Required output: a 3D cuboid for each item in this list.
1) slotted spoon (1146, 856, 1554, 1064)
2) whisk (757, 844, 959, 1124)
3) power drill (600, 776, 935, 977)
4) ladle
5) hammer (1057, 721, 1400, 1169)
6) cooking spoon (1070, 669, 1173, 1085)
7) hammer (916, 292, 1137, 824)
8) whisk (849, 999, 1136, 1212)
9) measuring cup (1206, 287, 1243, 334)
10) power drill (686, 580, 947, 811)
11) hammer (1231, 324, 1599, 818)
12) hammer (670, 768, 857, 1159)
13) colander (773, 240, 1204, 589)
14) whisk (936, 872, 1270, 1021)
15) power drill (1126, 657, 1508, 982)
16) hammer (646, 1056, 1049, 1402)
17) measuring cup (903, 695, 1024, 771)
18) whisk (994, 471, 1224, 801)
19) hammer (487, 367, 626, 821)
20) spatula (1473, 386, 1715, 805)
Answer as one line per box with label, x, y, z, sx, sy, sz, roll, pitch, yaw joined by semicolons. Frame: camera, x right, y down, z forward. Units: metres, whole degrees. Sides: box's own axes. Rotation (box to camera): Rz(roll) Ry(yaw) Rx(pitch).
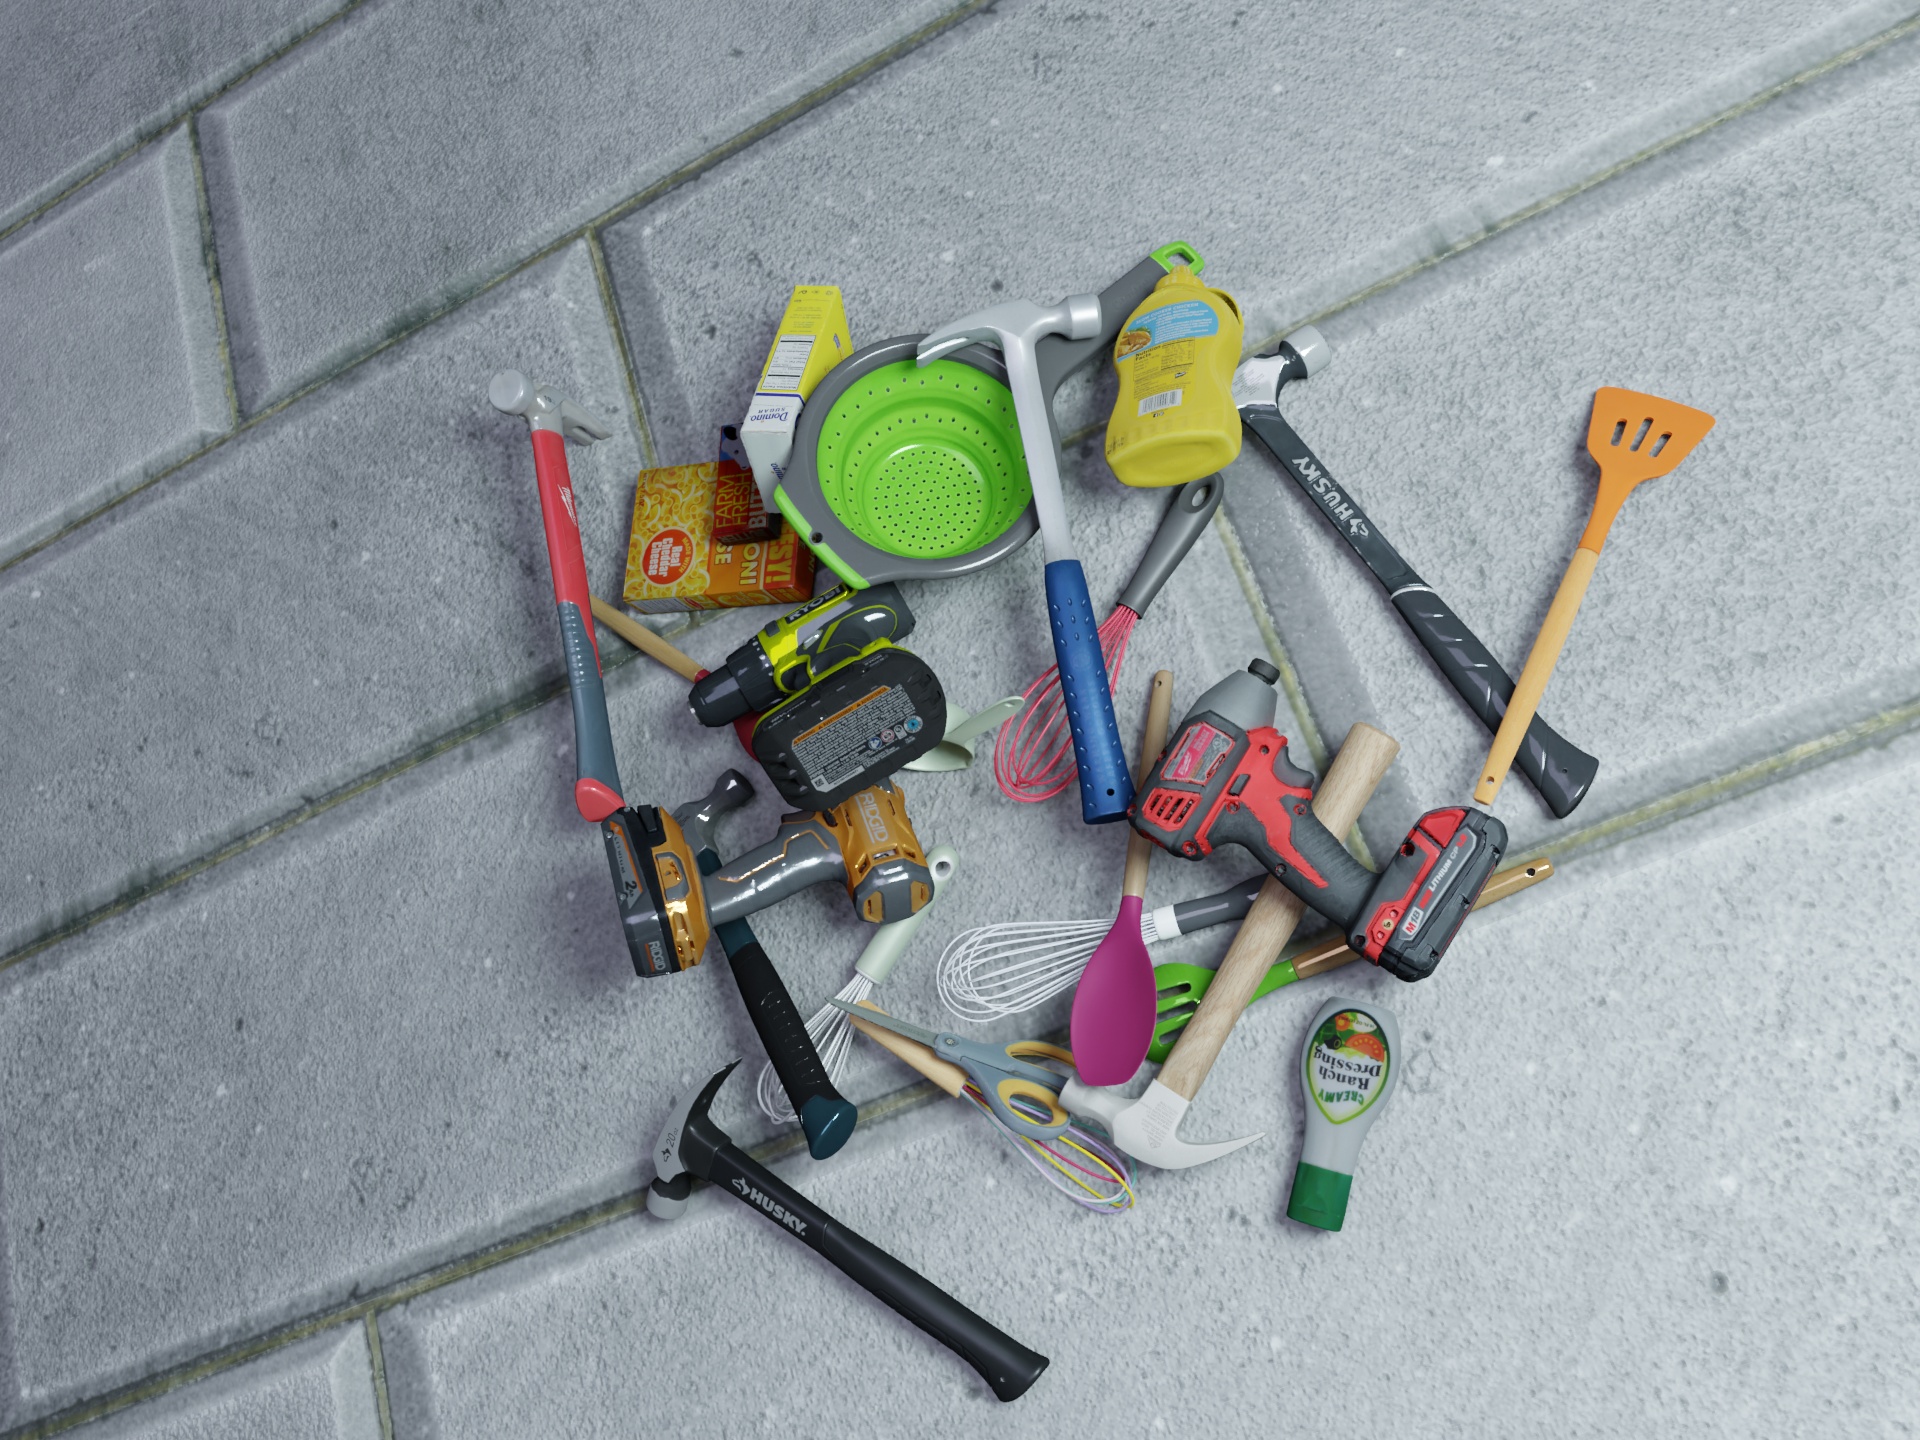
slotted spoon;0.252;0.158;1.088;0.314;0.031;0.070;-25;73;13
whisk;-0.075;0.199;1.205;0.057;0.059;0.246;35;85;-17
power drill;-0.150;0.087;1.200;0.226;0.084;0.186;-14;49;-11
ladle;-0.237;-0.049;1.351;0.316;0.031;0.069;31;88;28
hammer;0.203;0.151;1.073;0.130;0.031;0.331;30;88;18
cooking spoon;0.124;0.102;1.115;0.069;0.017;0.319;-12;54;38
hammer;0.066;-0.123;1.162;0.144;0.035;0.406;-9;74;-4
whisk;0.022;0.269;1.130;0.245;0.047;0.051;31;85;20
measuring cup;0.184;-0.257;1.236;0.062;0.029;0.156;9;85;25
power drill;-0.111;-0.023;1.194;0.190;0.080;0.229;-30;26;-1
hammer;0.304;-0.101;1.127;0.149;0.036;0.409;-33;67;0
hammer;-0.158;0.187;1.209;0.128;0.033;0.331;-41;51;8
colander;0.036;-0.242;1.264;0.397;0.094;0.204;-39;78;-12
whisk;0.116;0.151;1.132;0.284;0.070;0.070;-18;69;12
power drill;0.232;0.061;1.031;0.220;0.078;0.143;31;87;21
hammer;-0.082;0.375;1.143;0.335;0.035;0.146;28;112;22
measuring cup;-0.002;-0.004;1.182;0.167;0.083;0.038;-29;51;52
whisk;0.116;-0.067;1.193;0.073;0.073;0.296;29;81;27
hammer;-0.320;-0.101;1.351;0.038;0.143;0.386;-17;75;18
spatula;0.413;-0.088;1.069;0.081;0.041;0.323;23;81;22
